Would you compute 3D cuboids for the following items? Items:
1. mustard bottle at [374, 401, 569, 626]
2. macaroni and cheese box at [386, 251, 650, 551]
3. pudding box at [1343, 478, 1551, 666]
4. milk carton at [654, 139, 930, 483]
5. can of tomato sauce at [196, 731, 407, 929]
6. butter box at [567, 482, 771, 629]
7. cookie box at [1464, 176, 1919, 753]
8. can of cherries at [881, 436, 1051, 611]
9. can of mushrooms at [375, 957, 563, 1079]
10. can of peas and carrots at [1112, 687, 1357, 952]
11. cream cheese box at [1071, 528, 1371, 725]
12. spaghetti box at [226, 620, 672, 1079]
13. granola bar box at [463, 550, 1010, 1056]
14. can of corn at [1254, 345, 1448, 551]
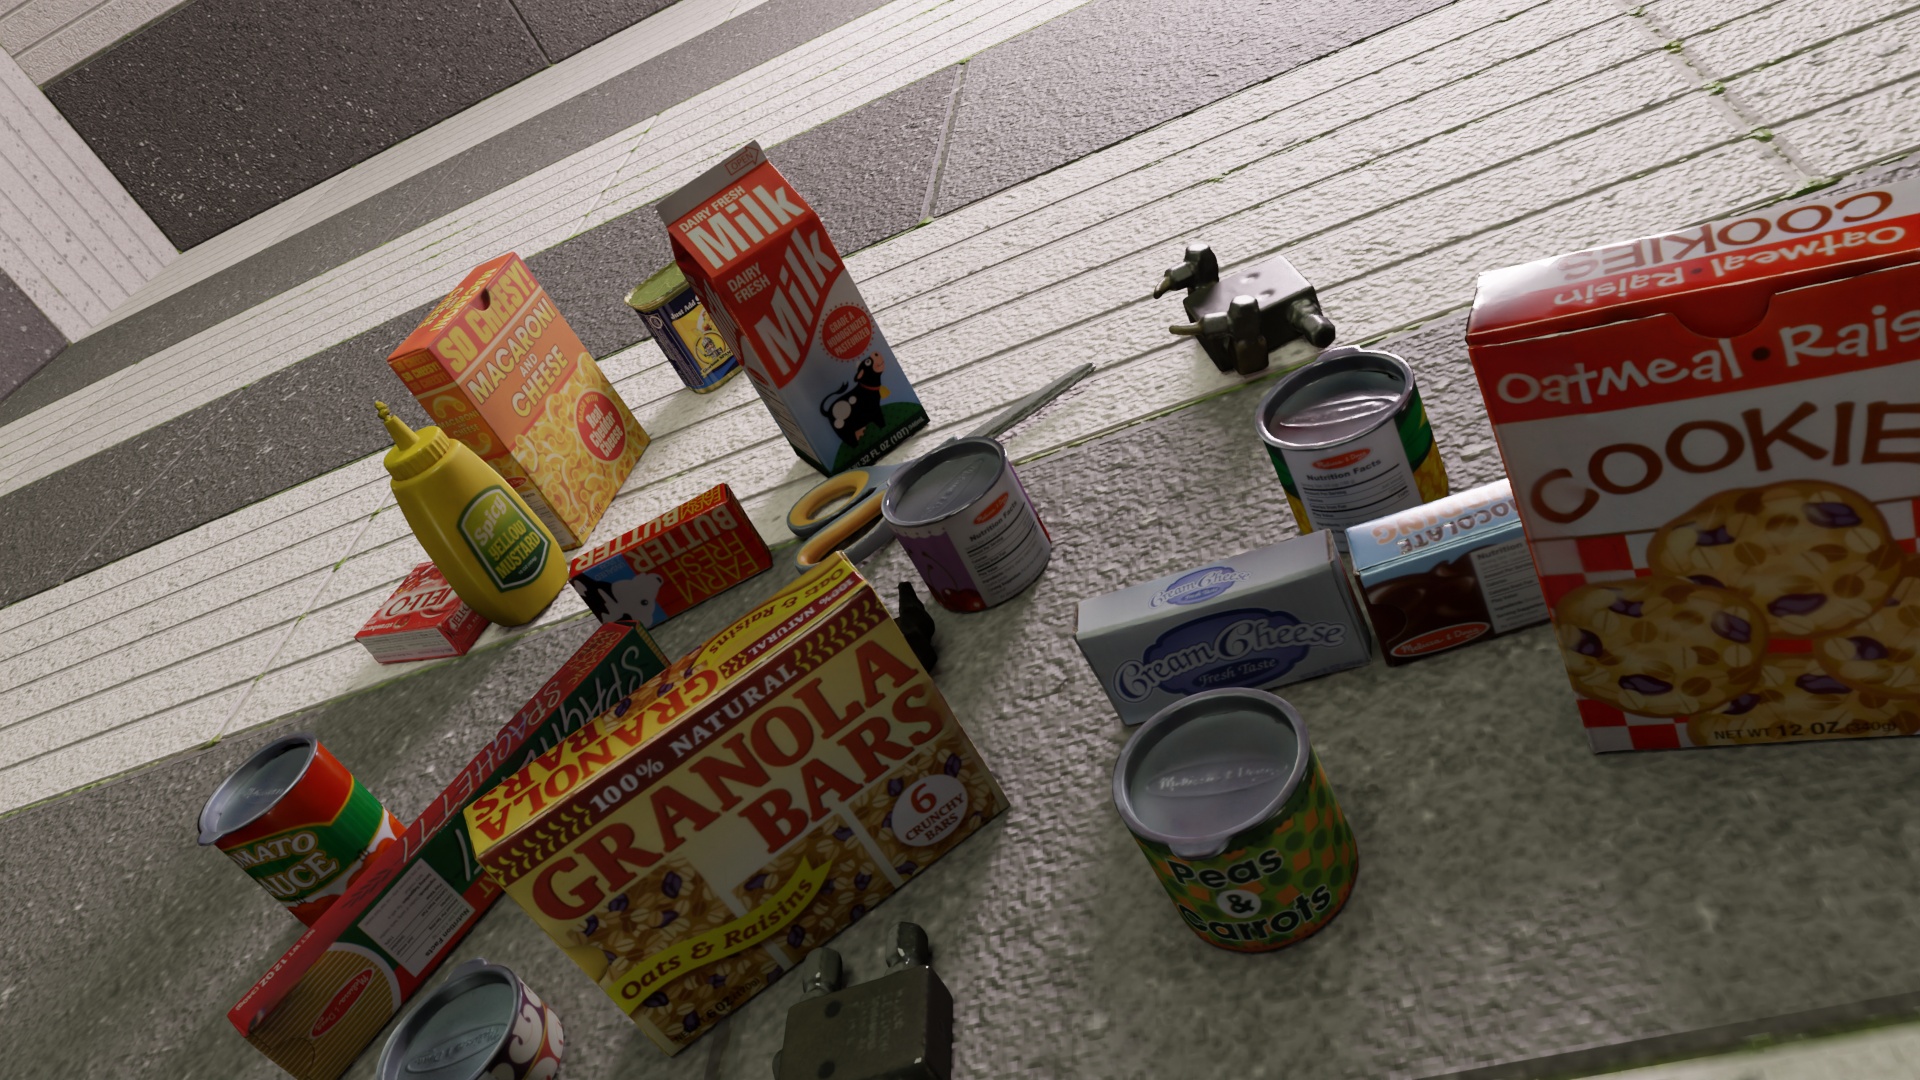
[{"bbox_3d":[-0.307,-0.019,0.852,0.049,0.159,0.066,-2,41,38],"label":"mustard bottle"},{"bbox_3d":[-0.290,-0.092,0.935,0.040,0.166,0.124,-14,35,25],"label":"macaroni and cheese box"},{"bbox_3d":[0.188,0.009,0.507,0.083,0.049,0.030,-20,33,17],"label":"pudding box"},{"bbox_3d":[-0.100,-0.133,0.813,0.072,0.190,0.073,-38,32,-12],"label":"milk carton"},{"bbox_3d":[-0.327,0.150,0.700,0.071,0.082,0.071,-21,32,14],"label":"can of tomato sauce"},{"bbox_3d":[-0.164,0.013,0.790,0.103,0.053,0.024,-27,31,5],"label":"butter box"},{"bbox_3d":[0.226,-0.011,0.390,0.123,0.167,0.040,-9,37,31],"label":"cookie box"},{"bbox_3d":[0.002,-0.008,0.677,0.071,0.058,0.072,-21,32,14],"label":"can of cherries"},{"bbox_3d":[-0.196,0.206,0.558,0.071,0.033,0.071,-21,32,14],"label":"can of mushrooms"},{"bbox_3d":[0.091,0.094,0.457,0.071,0.058,0.071,-21,32,14],"label":"can of peas and carrots"},{"bbox_3d":[0.101,0.035,0.538,0.103,0.053,0.024,-18,33,20],"label":"cream cheese box"},{"bbox_3d":[-0.230,0.141,0.664,0.028,0.050,0.251,5,45,44],"label":"spaghetti box"},{"bbox_3d":[-0.078,0.100,0.525,0.166,0.123,0.039,-35,31,-8],"label":"granola bar box"},{"bbox_3d":[0.166,-0.039,0.586,0.071,0.058,0.071,-21,32,14],"label":"can of corn"}]
